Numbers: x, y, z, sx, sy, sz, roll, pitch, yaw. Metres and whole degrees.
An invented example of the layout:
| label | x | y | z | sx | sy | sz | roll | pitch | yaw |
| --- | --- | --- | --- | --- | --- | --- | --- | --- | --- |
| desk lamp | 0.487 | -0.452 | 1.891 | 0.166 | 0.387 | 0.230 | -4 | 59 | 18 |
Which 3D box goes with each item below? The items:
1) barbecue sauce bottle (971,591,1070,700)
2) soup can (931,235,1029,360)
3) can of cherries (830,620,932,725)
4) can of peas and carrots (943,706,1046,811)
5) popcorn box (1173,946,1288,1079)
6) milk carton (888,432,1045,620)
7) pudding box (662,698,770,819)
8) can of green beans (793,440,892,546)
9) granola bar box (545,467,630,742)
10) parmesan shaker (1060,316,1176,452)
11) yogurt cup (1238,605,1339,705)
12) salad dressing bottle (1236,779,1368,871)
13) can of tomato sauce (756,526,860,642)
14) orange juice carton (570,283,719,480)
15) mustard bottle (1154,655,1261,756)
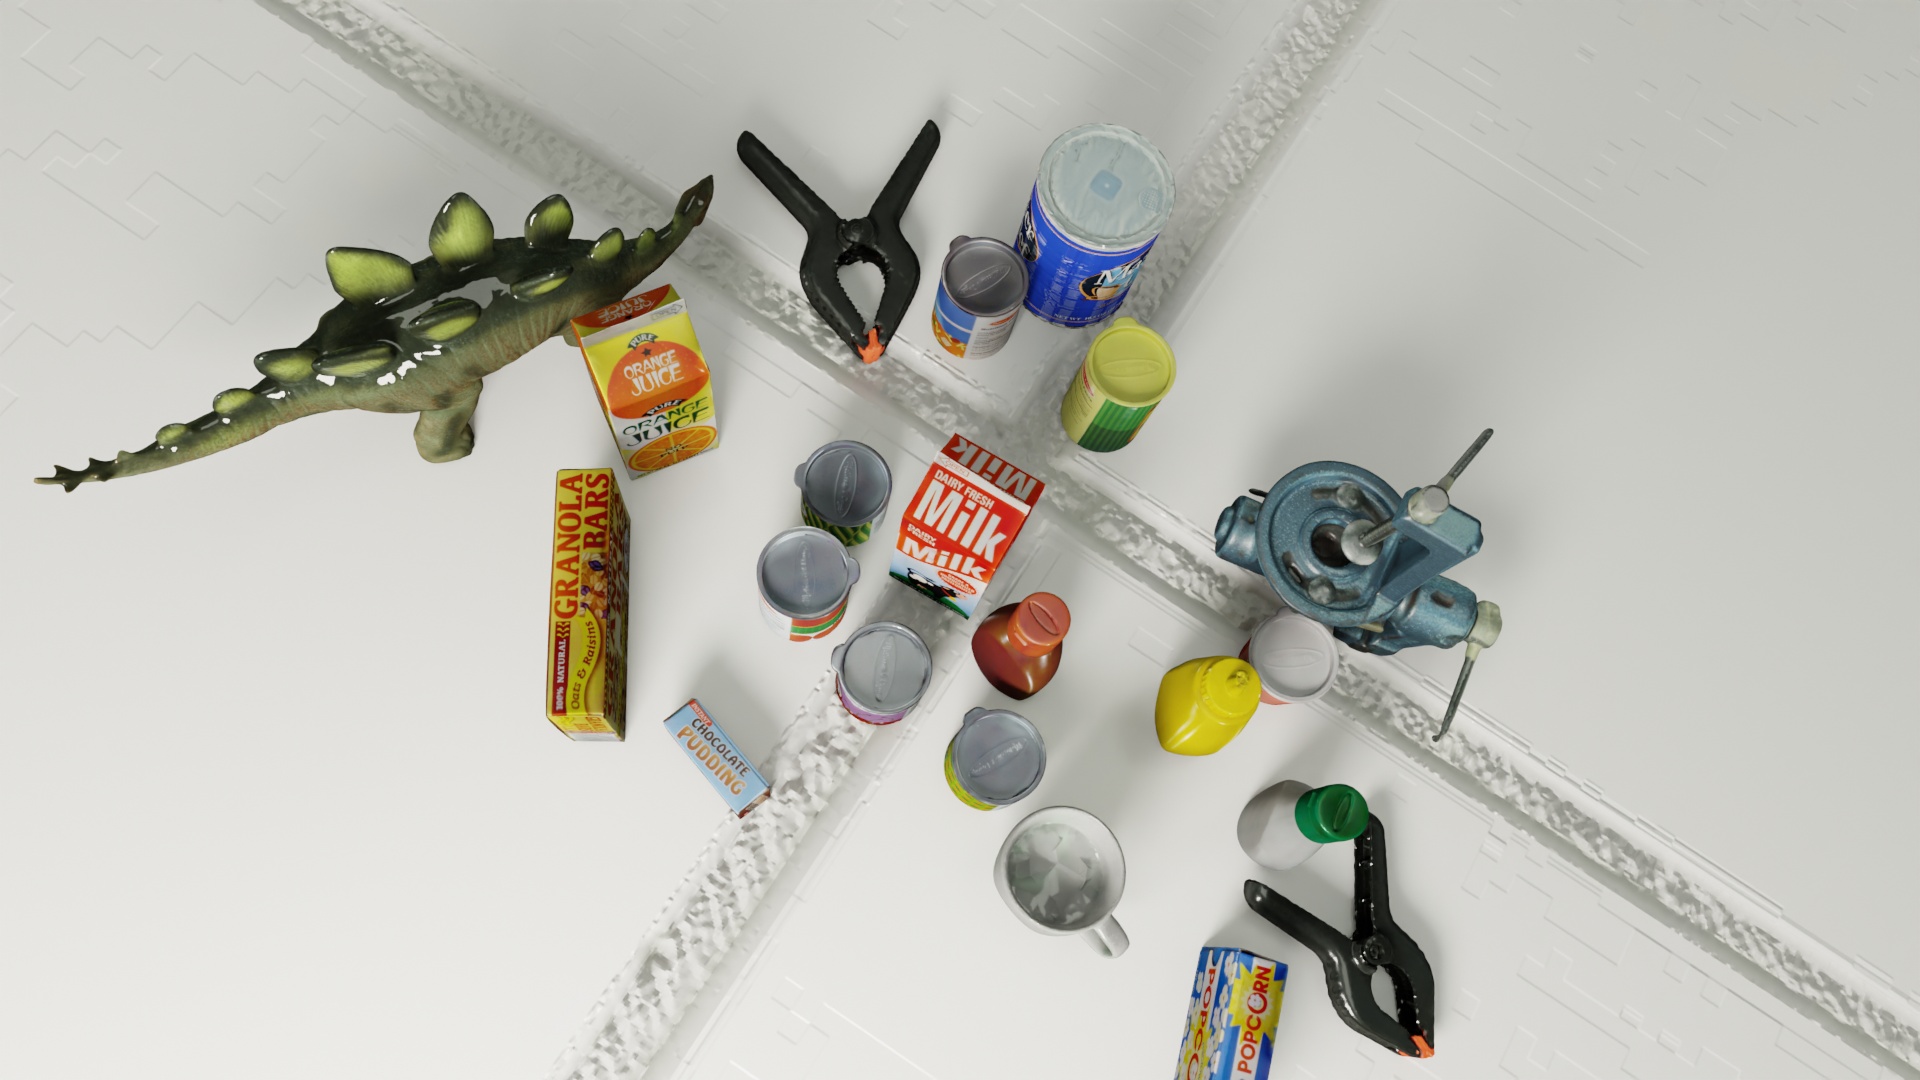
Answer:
| label | x | y | z | sx | sy | sz | roll | pitch | yaw |
| --- | --- | --- | --- | --- | --- | --- | --- | --- | --- |
| barbecue sauce bottle | 0.044 | 0.070 | 0.966 | 0.044 | 0.148 | 0.065 | -38 | 82 | -16 |
| soup can | 0.012 | -0.187 | 1.072 | 0.071 | 0.083 | 0.071 | 2 | 74 | -7 |
| can of cherries | -0.058 | 0.095 | 0.993 | 0.071 | 0.058 | 0.071 | 2 | 74 | -7 |
| can of peas and carrots | 0.022 | 0.155 | 0.985 | 0.071 | 0.058 | 0.071 | 2 | 74 | -7 |
| popcorn box | 0.178 | 0.342 | 0.937 | 0.038 | 0.085 | 0.127 | 17 | 72 | -2 |
| milk carton | 0.003 | -0.012 | 0.963 | 0.072 | 0.190 | 0.073 | 30 | 73 | 2 |
| pudding box | -0.168 | 0.152 | 0.966 | 0.030 | 0.049 | 0.084 | -39 | 82 | -16 |
| can of green beans | -0.085 | -0.034 | 1.027 | 0.071 | 0.057 | 0.071 | 2 | 74 | -7 |
| granola bar box | -0.252 | 0.048 | 0.946 | 0.039 | 0.124 | 0.166 | 0 | 74 | -8 |
| parmesan shaker | 0.118 | -0.116 | 1.055 | 0.071 | 0.102 | 0.071 | 2 | 74 | -7 |
| yogurt cup | 0.240 | 0.092 | 1.036 | 0.072 | 0.053 | 0.072 | 2 | 74 | -7 |
| salad dressing bottle | 0.234 | 0.193 | 0.956 | 0.044 | 0.147 | 0.064 | 27 | 73 | 1 |
| can of tomato sauce | -0.110 | 0.032 | 0.991 | 0.071 | 0.083 | 0.071 | 2 | 74 | -7 |
| orange juice carton | -0.217 | -0.113 | 0.963 | 0.072 | 0.192 | 0.073 | -23 | 78 | -13 |
| mustard bottle | 0.175 | 0.111 | 0.965 | 0.049 | 0.159 | 0.065 | 4 | 74 | -6 |
